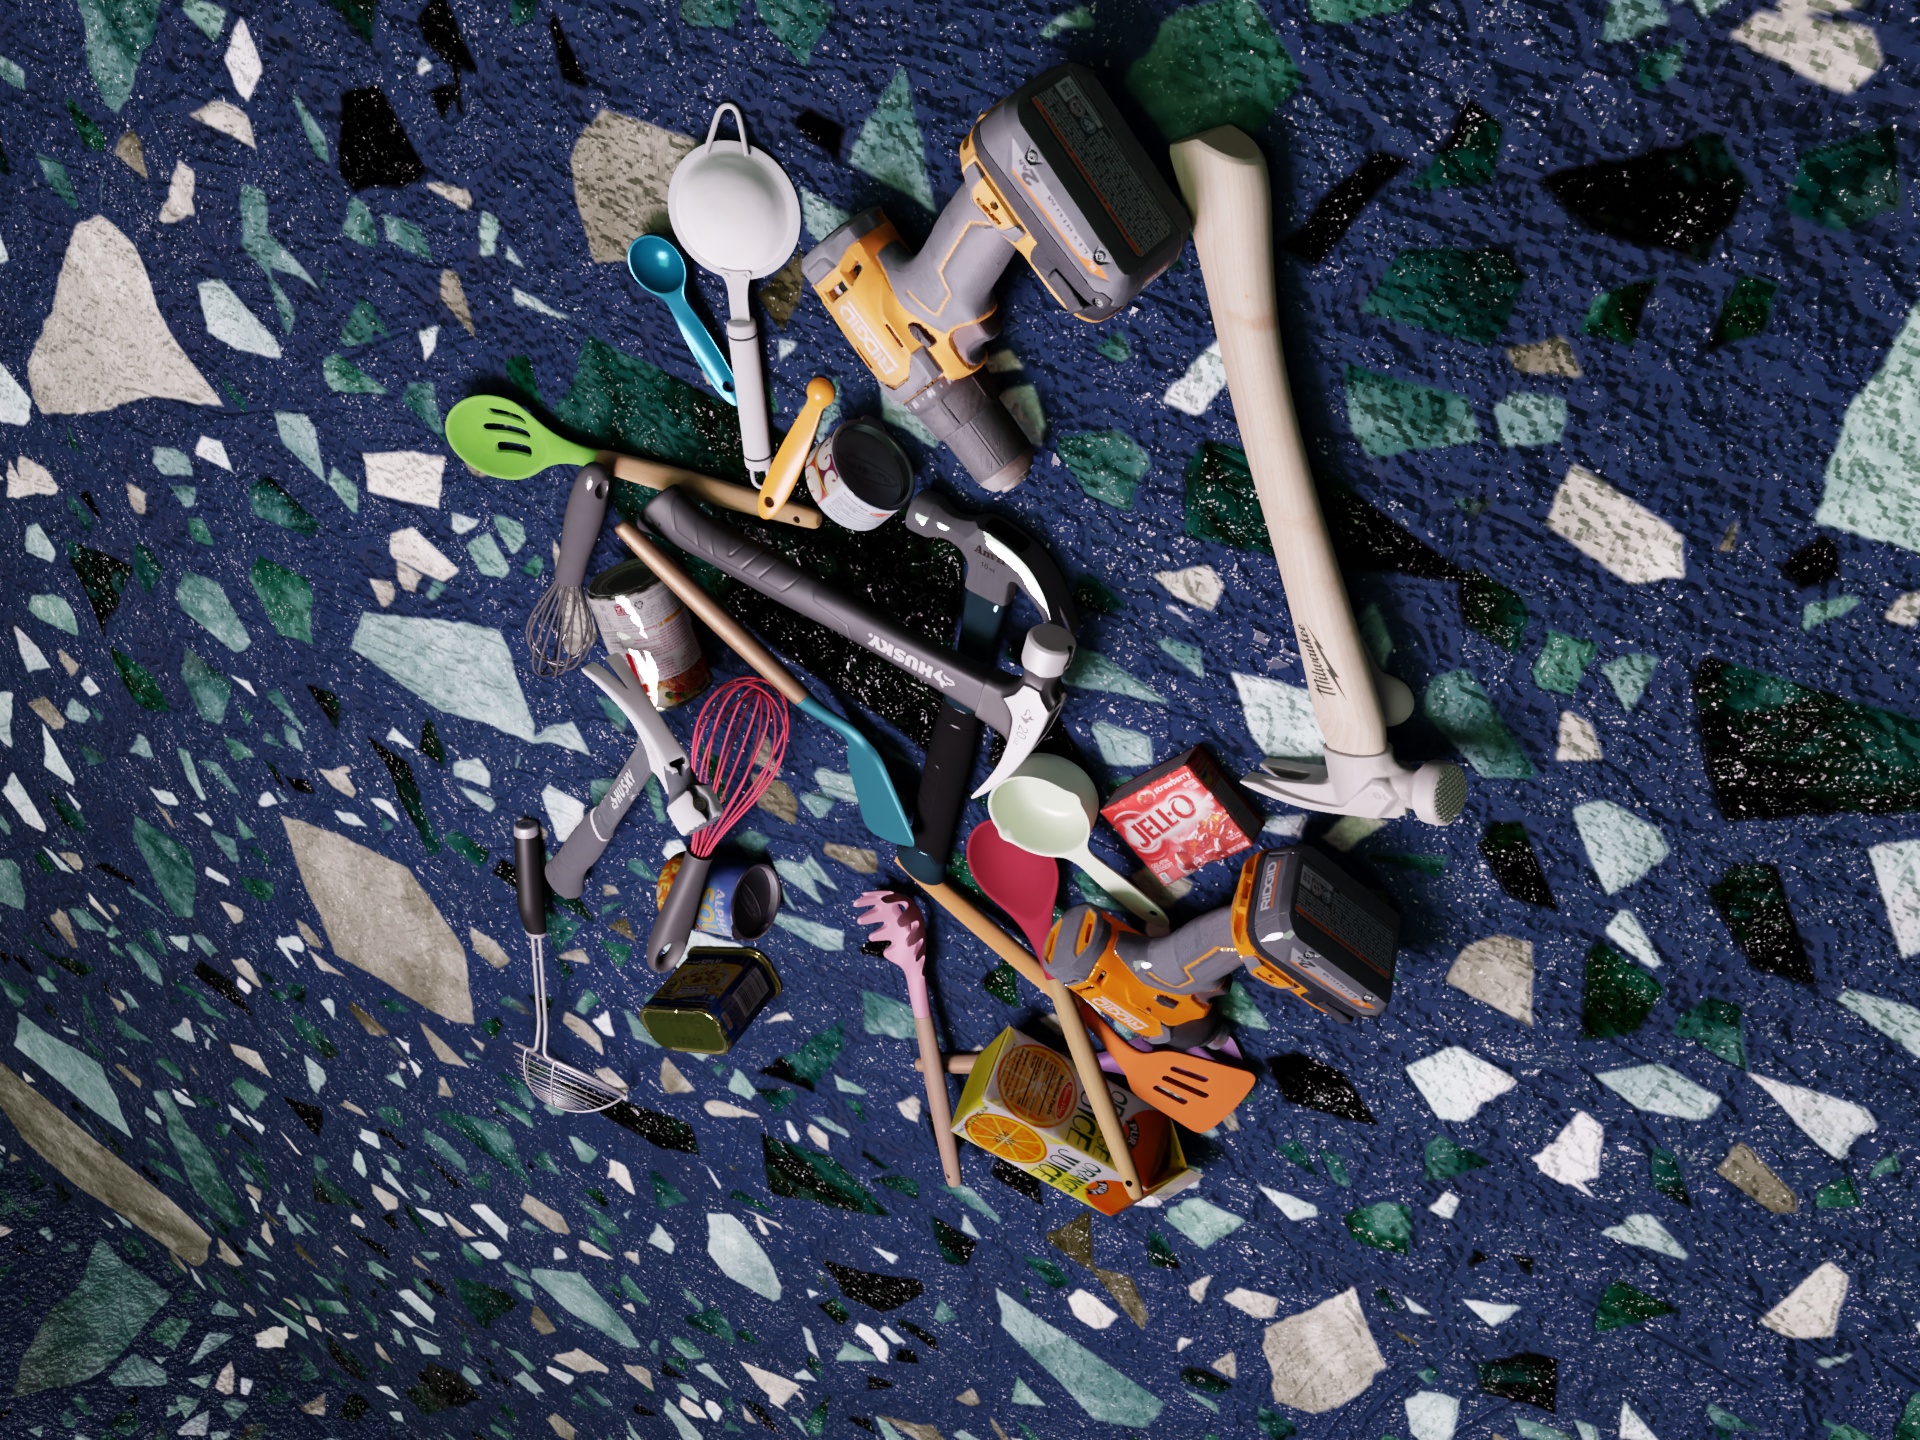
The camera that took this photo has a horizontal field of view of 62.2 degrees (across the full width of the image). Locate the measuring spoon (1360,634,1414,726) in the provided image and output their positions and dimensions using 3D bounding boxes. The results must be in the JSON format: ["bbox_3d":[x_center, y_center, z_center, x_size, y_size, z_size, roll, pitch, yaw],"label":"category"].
[{"bbox_3d":[0.231,-0.045,0.959,0.034,0.018,0.124,-25,106,42],"label":"measuring spoon"}]

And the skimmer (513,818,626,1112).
[{"bbox_3d":[-0.398,0.246,1.578,0.127,0.090,0.363,17,120,25],"label":"skimmer"}]

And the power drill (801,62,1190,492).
[{"bbox_3d":[0.025,-0.235,0.897,0.185,0.084,0.226,53,145,-12],"label":"power drill"}]

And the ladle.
[{"bbox_3d":[0.081,0.216,1.196,0.069,0.031,0.315,-17,96,27],"label":"ladle"}]

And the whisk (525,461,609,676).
[{"bbox_3d":[-0.296,-0.112,1.218,0.055,0.055,0.238,35,138,5],"label":"whisk"}]

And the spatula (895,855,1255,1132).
[{"bbox_3d":[0.078,0.203,1.233,0.323,0.041,0.081,39,126,11],"label":"spatula"}]

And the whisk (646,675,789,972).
[{"bbox_3d":[-0.201,0.090,1.267,0.073,0.073,0.295,29,118,11],"label":"whisk"}]

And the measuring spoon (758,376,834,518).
[{"bbox_3d":[-0.114,-0.181,1.073,0.021,0.011,0.116,36,125,6],"label":"measuring spoon"}]

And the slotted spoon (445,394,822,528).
[{"bbox_3d":[-0.239,-0.182,1.156,0.314,0.031,0.070,17,131,19],"label":"slotted spoon"}]

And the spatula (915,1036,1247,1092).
[{"bbox_3d":[0.089,0.280,1.296,0.316,0.018,0.059,-9,115,36],"label":"spatula"}]

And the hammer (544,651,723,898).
[{"bbox_3d":[-0.295,0.075,1.312,0.149,0.036,0.409,59,149,6],"label":"hammer"}]

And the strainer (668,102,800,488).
[{"bbox_3d":[-0.141,-0.260,1.026,0.087,0.050,0.258,7,131,11],"label":"strainer"}]

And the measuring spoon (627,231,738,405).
[{"bbox_3d":[-0.176,-0.269,1.061,0.042,0.021,0.128,-9,126,30],"label":"measuring spoon"}]

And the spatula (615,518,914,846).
[{"bbox_3d":[-0.140,-0.026,1.162,0.317,0.044,0.082,45,164,-24],"label":"spatula"}]

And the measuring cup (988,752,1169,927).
[{"bbox_3d":[0.094,0.086,1.139,0.167,0.038,0.083,41,135,-15],"label":"measuring cup"}]

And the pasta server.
[{"bbox_3d":[-0.033,0.272,1.335,0.060,0.040,0.316,18,126,43],"label":"pasta server"}]

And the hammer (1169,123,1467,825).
[{"bbox_3d":[0.181,-0.126,0.910,0.146,0.038,0.410,7,124,48],"label":"hammer"}]

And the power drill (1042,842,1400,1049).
[{"bbox_3d":[0.187,0.171,1.100,0.164,0.084,0.226,36,142,-25],"label":"power drill"}]

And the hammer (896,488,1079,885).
[{"bbox_3d":[-0.002,-0.004,1.132,0.128,0.033,0.330,27,133,15],"label":"hammer"}]

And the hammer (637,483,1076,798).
[{"bbox_3d":[-0.083,-0.070,1.090,0.335,0.035,0.146,29,133,15],"label":"hammer"}]
